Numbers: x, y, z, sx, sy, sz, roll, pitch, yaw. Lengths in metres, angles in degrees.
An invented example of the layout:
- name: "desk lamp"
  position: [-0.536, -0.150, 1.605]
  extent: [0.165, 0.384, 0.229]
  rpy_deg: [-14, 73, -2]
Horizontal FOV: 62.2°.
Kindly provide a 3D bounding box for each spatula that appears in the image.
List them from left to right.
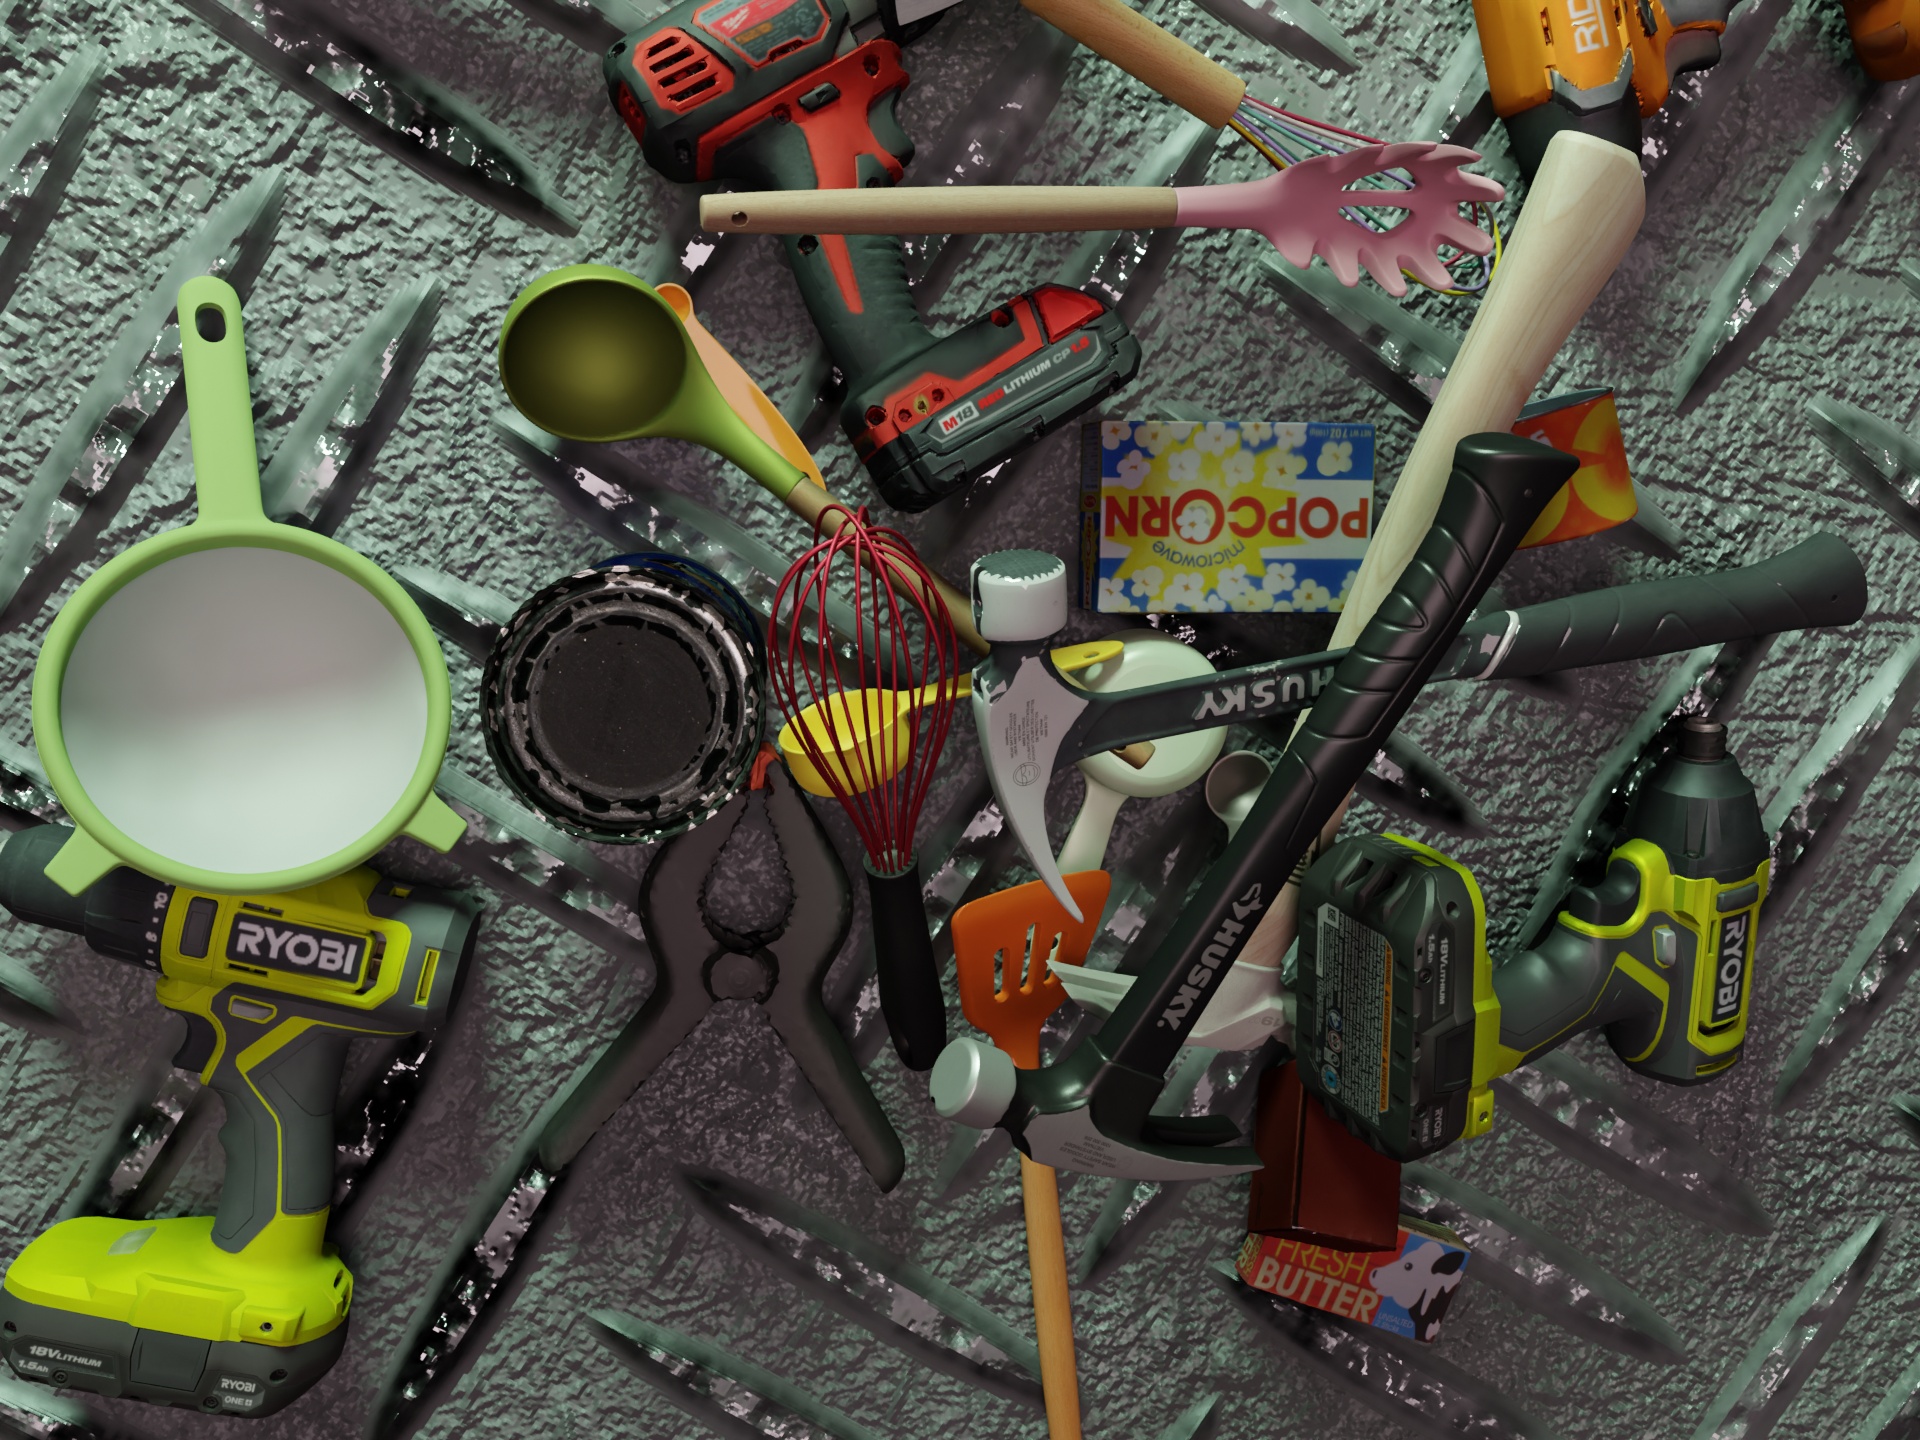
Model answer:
- name: "spatula"
  position: [0.041, 0.226, 0.744]
  extent: [0.081, 0.041, 0.322]
  rpy_deg: [-11, 101, -25]

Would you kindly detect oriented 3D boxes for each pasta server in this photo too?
- name: "pasta server"
  position: [0.059, -0.197, 0.618]
  extent: [0.316, 0.040, 0.060]
  rpy_deg: [-5, 124, -13]

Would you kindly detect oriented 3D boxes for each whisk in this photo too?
- name: "whisk"
  position: [-0.031, 0.043, 0.651]
  extent: [0.073, 0.073, 0.295]
  rpy_deg: [-10, 128, -6]
- name: "whisk"
  position: [0.132, -0.250, 0.668]
  extent: [0.244, 0.051, 0.047]
  rpy_deg: [25, 108, -18]

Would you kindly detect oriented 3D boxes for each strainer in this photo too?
- name: "strainer"
  position: [-0.299, -0.052, 0.658]
  extent: [0.151, 0.069, 0.256]
  rpy_deg: [-6, 80, -26]

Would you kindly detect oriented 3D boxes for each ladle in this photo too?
- name: "ladle"
  position: [-0.052, -0.076, 0.658]
  extent: [0.320, 0.062, 0.078]
  rpy_deg: [37, 119, 0]

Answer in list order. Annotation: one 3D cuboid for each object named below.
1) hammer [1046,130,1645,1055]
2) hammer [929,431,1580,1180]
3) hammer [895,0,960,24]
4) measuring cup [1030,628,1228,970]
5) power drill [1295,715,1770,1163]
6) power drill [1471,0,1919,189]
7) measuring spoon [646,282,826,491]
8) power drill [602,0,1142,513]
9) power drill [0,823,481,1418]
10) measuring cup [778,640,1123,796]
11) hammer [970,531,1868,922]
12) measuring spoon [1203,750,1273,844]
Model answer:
- name: "hammer"
  position: [0.170, -0.043, 0.672]
  extent: [0.146, 0.038, 0.410]
  rpy_deg: [13, 107, -25]
- name: "hammer"
  position: [0.131, 0.038, 0.614]
  extent: [0.146, 0.035, 0.334]
  rpy_deg: [26, 102, -27]
- name: "hammer"
  position: [-0.127, -0.322, 0.620]
  extent: [0.331, 0.033, 0.128]
  rpy_deg: [1, 57, 4]
- name: "measuring cup"
  position: [0.068, 0.040, 0.722]
  extent: [0.083, 0.038, 0.167]
  rpy_deg: [20, 93, -9]
- name: "power drill"
  position: [0.262, 0.095, 0.706]
  extent: [0.223, 0.080, 0.171]
  rpy_deg: [-11, 109, -24]
- name: "power drill"
  position: [0.339, -0.308, 0.689]
  extent: [0.226, 0.084, 0.164]
  rpy_deg: [-15, 100, 0]
- name: "measuring spoon"
  position: [-0.096, -0.140, 0.694]
  extent: [0.021, 0.011, 0.117]
  rpy_deg: [-38, 104, -1]
- name: "power drill"
  position: [-0.014, -0.221, 0.660]
  extent: [0.188, 0.080, 0.226]
  rpy_deg: [-33, 96, -9]
- name: "power drill"
  position: [-0.324, 0.159, 0.674]
  extent: [0.190, 0.080, 0.228]
  rpy_deg: [14, 93, -9]
- name: "measuring cup"
  position: [-0.001, -0.002, 0.698]
  extent: [0.156, 0.062, 0.029]
  rpy_deg: [-16, 115, -3]
- name: "hammer"
  position: [0.201, -0.022, 0.651]
  extent: [0.409, 0.036, 0.149]
  rpy_deg: [-10, 115, -15]
- name: "measuring spoon"
  position: [0.132, 0.072, 0.750]
  extent: [0.034, 0.018, 0.124]
  rpy_deg: [-8, 106, -9]
